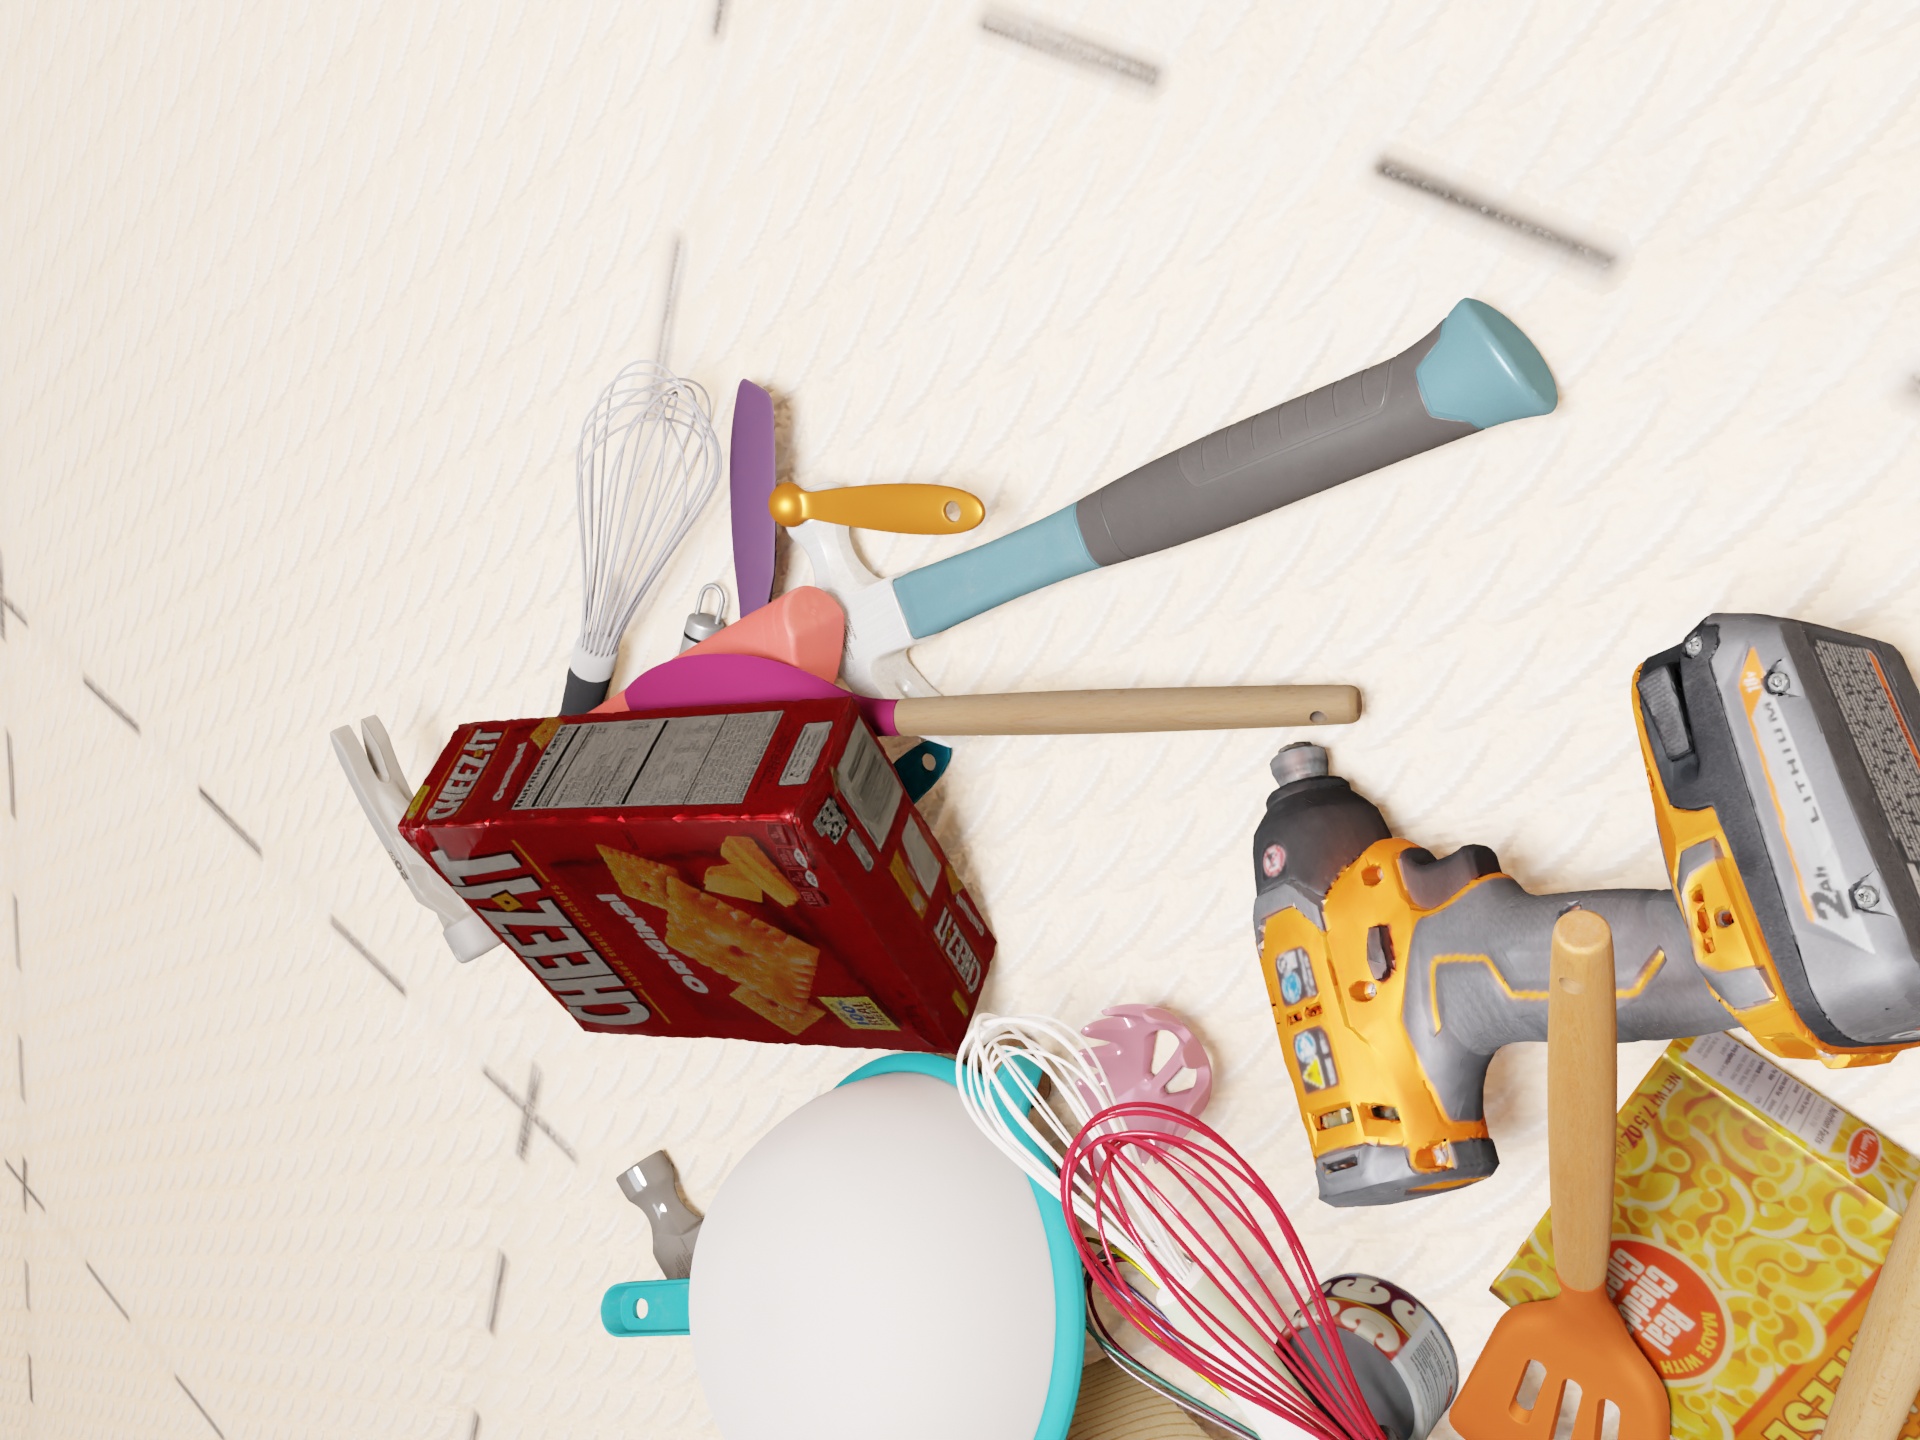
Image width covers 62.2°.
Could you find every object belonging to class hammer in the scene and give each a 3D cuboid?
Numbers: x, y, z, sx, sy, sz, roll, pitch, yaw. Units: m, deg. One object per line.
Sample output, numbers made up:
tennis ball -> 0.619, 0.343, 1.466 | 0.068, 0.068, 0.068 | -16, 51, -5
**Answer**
hammer -> -0.189, 0.009, 0.783 | 0.359, 0.037, 0.149 | -26, 93, 40
hammer -> -0.065, 0.238, 0.816 | 0.331, 0.031, 0.130 | -40, 78, 40
hammer -> 0.061, -0.077, 0.605 | 0.331, 0.033, 0.128 | -18, 92, 42

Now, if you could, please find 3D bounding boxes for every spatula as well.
spatula -> 0.181, 0.160, 0.472 | 0.081, 0.041, 0.322 | 21, 149, 35
spatula -> -0.101, -0.006, 0.770 | 0.060, 0.018, 0.315 | 38, 131, 55

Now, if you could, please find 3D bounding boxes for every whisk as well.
whisk -> 0.082, 0.215, 0.626 | 0.058, 0.059, 0.246 | -39, 86, 15
whisk -> 0.139, 0.253, 0.580 | 0.073, 0.073, 0.295 | -32, 102, 41
whisk -> -0.178, -0.056, 0.798 | 0.070, 0.070, 0.284 | 44, 132, 20
whisk -> 0.142, 0.301, 0.661 | 0.245, 0.051, 0.047 | 37, 119, 21

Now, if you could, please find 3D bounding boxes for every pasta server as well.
pasta server -> 0.031, 0.231, 0.731 | 0.060, 0.040, 0.316 | 50, 131, 25

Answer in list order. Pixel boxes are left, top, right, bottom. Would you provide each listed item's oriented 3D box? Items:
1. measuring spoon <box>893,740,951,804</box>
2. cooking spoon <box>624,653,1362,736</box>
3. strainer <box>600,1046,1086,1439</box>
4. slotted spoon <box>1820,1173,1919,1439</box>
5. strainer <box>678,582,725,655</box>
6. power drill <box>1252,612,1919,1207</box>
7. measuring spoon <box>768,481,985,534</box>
measuring spoon -> -0.042, 0.047, 0.747 | 0.128, 0.021, 0.042 | -43, 77, 30
cooking spoon -> -0.001, -0.002, 0.637 | 0.319, 0.017, 0.068 | -2, 131, 25
strainer -> -0.097, 0.267, 0.726 | 0.340, 0.095, 0.211 | -22, 65, 42
slotted spoon -> 0.273, 0.212, 0.476 | 0.070, 0.031, 0.313 | 31, 121, 49
strainer -> -0.153, 0.047, 0.820 | 0.087, 0.050, 0.258 | 29, 116, 23
power drill -> 0.182, 0.052, 0.502 | 0.226, 0.084, 0.164 | -37, 57, 47
measuring spoon -> -0.038, -0.087, 0.654 | 0.117, 0.011, 0.021 | 8, 108, 38
